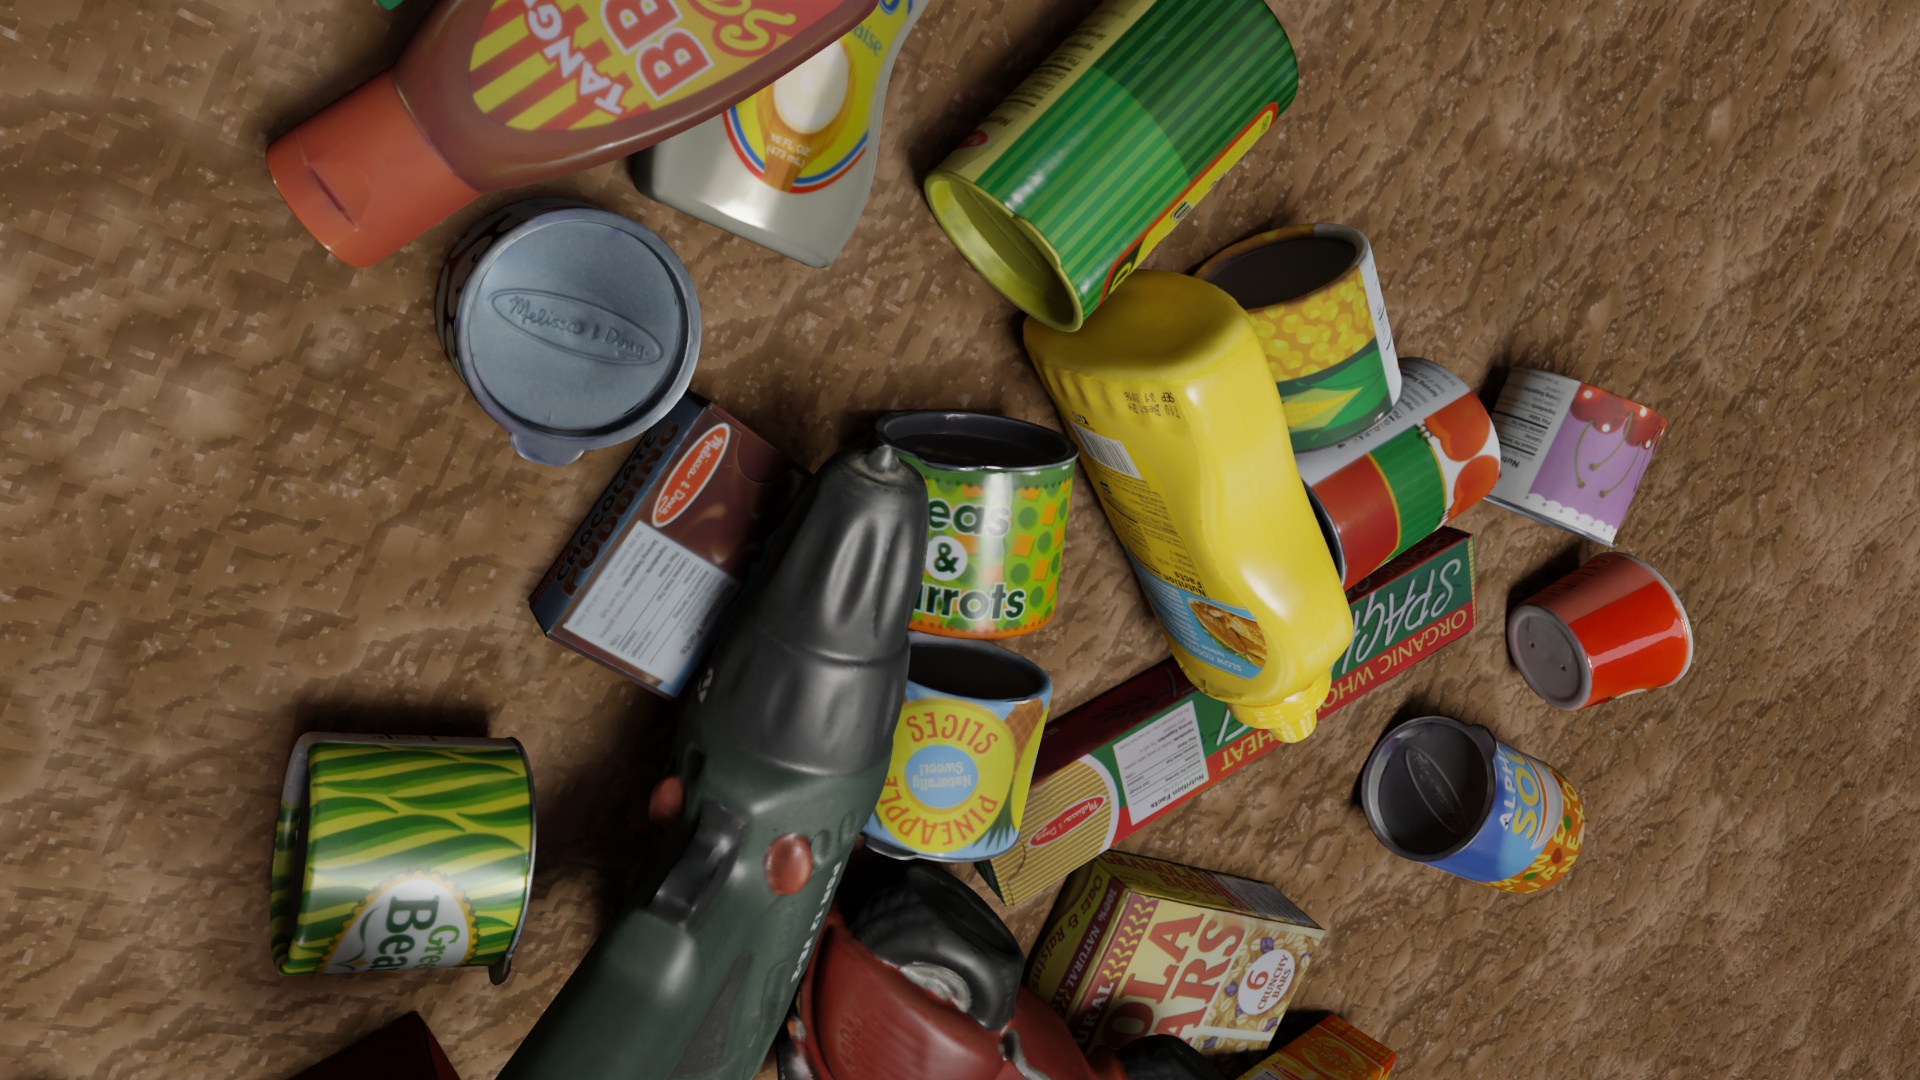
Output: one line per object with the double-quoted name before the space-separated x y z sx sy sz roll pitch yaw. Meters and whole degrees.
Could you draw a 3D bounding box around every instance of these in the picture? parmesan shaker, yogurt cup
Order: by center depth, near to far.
"parmesan shaker" 0.048 -0.124 0.430 0.103 0.071 0.071 -46 125 -7
"yogurt cup" 0.295 0.045 0.648 0.054 0.072 0.072 -20 118 -13

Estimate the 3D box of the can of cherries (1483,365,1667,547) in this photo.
"can of cherries" 0.257 -0.036 0.591 0.071 0.071 0.058 16 99 -34

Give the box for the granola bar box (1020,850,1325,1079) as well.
"granola bar box" 0.073 0.222 0.599 0.124 0.039 0.165 20 97 -34

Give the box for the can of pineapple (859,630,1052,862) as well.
"can of pineapple" -0.006 0.069 0.475 0.071 0.071 0.057 3 106 -31

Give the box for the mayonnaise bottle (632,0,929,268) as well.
"mayonnaise bottle" -0.037 -0.155 0.385 0.065 0.041 0.148 19 99 -30

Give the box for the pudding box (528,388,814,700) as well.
"pudding box" -0.086 0.001 0.425 0.049 0.030 0.083 36 89 -34

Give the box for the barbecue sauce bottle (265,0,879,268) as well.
"barbecue sauce bottle" -0.097 -0.121 0.341 0.148 0.044 0.064 -31 113 4

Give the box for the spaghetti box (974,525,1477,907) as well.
"spaghetti box" 0.112 0.065 0.567 0.251 0.029 0.050 -26 120 -20

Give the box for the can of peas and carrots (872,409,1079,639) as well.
"can of peas and carrots" 0.002 -0.006 0.449 0.071 0.071 0.058 -5 112 -29

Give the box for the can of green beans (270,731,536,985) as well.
"can of green beans" -0.159 0.088 0.393 0.058 0.071 0.071 8 105 -32

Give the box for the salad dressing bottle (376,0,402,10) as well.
"salad dressing bottle" -0.096 -0.190 0.332 0.148 0.044 0.064 -43 160 -2

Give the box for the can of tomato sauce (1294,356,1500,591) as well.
"can of tomato sauce" 0.154 -0.023 0.536 0.083 0.071 0.071 -30 121 -18

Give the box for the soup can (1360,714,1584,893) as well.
"soup can" 0.239 0.121 0.641 0.084 0.071 0.071 24 96 -36

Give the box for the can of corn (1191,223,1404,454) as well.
"can of corn" 0.116 -0.071 0.495 0.071 0.071 0.058 -33 122 -15

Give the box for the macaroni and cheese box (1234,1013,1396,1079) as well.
"macaroni and cheese box" 0.133 0.290 0.621 0.166 0.040 0.123 10 106 -58

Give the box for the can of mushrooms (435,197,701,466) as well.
"can of mushrooms" -0.110 -0.058 0.385 0.071 0.033 0.070 -12 114 -27
